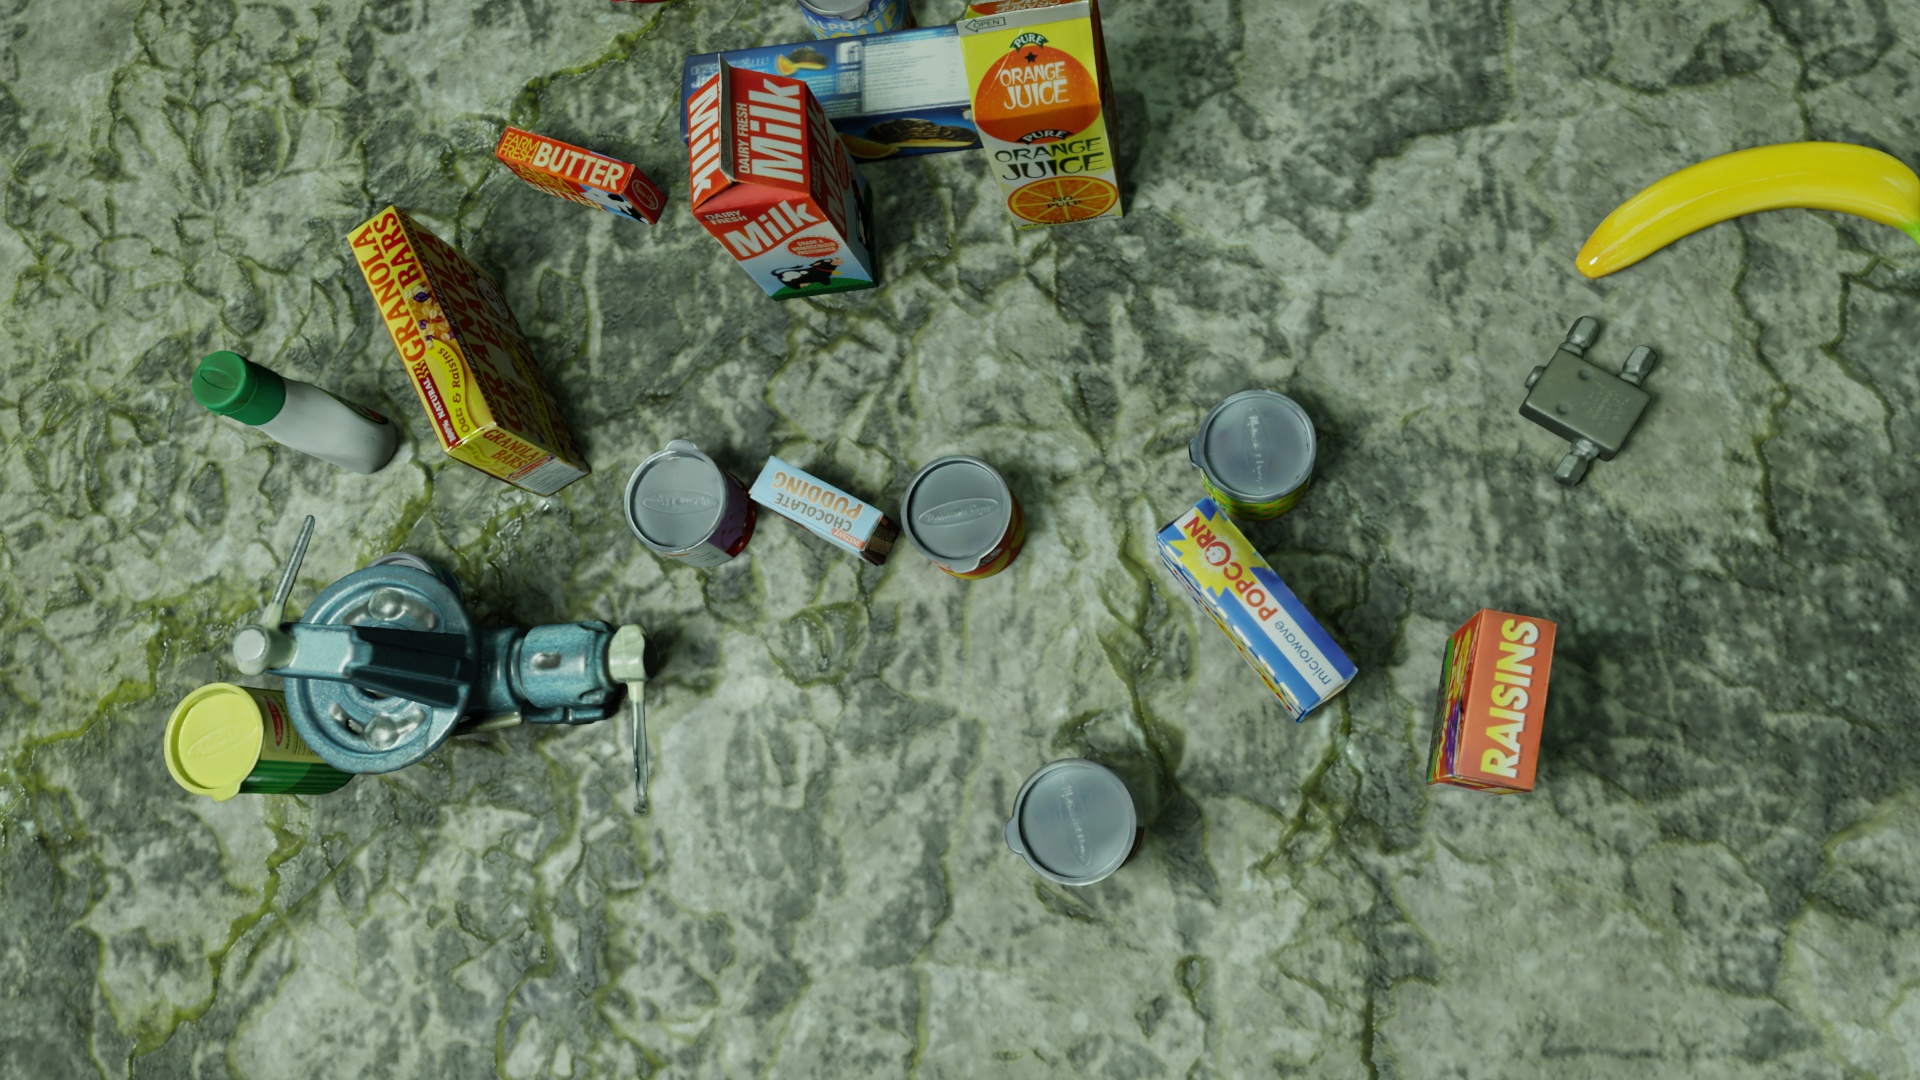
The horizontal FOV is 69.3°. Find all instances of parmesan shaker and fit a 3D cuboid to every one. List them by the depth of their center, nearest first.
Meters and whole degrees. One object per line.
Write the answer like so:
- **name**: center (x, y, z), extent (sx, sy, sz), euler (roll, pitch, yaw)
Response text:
- **parmesan shaker**: center (-0.431, 0.129, 0.868), extent (0.071, 0.103, 0.071), euler (-2, 78, 11)

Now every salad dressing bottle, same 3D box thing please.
- **salad dressing bottle**: center (-0.422, -0.081, 0.887), extent (0.064, 0.147, 0.044), euler (22, 84, 15)

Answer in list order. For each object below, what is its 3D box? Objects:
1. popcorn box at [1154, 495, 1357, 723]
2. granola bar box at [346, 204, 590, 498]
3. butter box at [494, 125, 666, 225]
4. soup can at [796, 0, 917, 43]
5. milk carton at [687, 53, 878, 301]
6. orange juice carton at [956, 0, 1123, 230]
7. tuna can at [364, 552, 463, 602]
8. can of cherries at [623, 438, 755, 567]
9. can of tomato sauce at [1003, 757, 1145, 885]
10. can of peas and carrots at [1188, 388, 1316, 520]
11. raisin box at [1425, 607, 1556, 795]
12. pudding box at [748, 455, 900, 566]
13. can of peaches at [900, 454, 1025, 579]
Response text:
- **popcorn box**: center (0.164, 0.041, 0.778), extent (0.038, 0.085, 0.127), euler (-39, 74, 2)
- **granola bar box**: center (-0.312, -0.116, 0.885), extent (0.039, 0.124, 0.166), euler (-31, 75, 4)
- **butter box**: center (-0.256, -0.246, 0.938), extent (0.103, 0.053, 0.024), euler (20, 84, 14)
- **soup can**: center (-0.068, -0.347, 0.906), extent (0.071, 0.083, 0.071), euler (-2, 78, 11)
- **milk carton**: center (-0.109, -0.212, 0.830), extent (0.073, 0.190, 0.072), euler (-6, 78, 10)
- **orange juice carton**: center (0.050, -0.255, 0.806), extent (0.072, 0.192, 0.073), euler (-5, 78, 11)
- **tuna can**: center (-0.361, 0.045, 0.909), extent (0.071, 0.033, 0.071), euler (-2, 78, 11)
- **can of cherries**: center (-0.167, -0.022, 0.871), extent (0.071, 0.058, 0.071), euler (-2, 78, 11)
- **can of tomato sauce**: center (0.066, 0.157, 0.774), extent (0.071, 0.083, 0.071), euler (-2, 78, 11)
- **can of peas and carrots**: center (0.170, -0.048, 0.809), extent (0.071, 0.058, 0.071), euler (-2, 78, 11)
- **raisin box**: center (0.275, 0.087, 0.727), extent (0.040, 0.123, 0.086), euler (11, 81, 13)
- **pudding box**: center (-0.084, -0.018, 0.858), extent (0.084, 0.049, 0.030), euler (27, 85, 15)
- **can of peaches**: center (0.003, -0.010, 0.835), extent (0.071, 0.058, 0.071), euler (-2, 78, 11)
